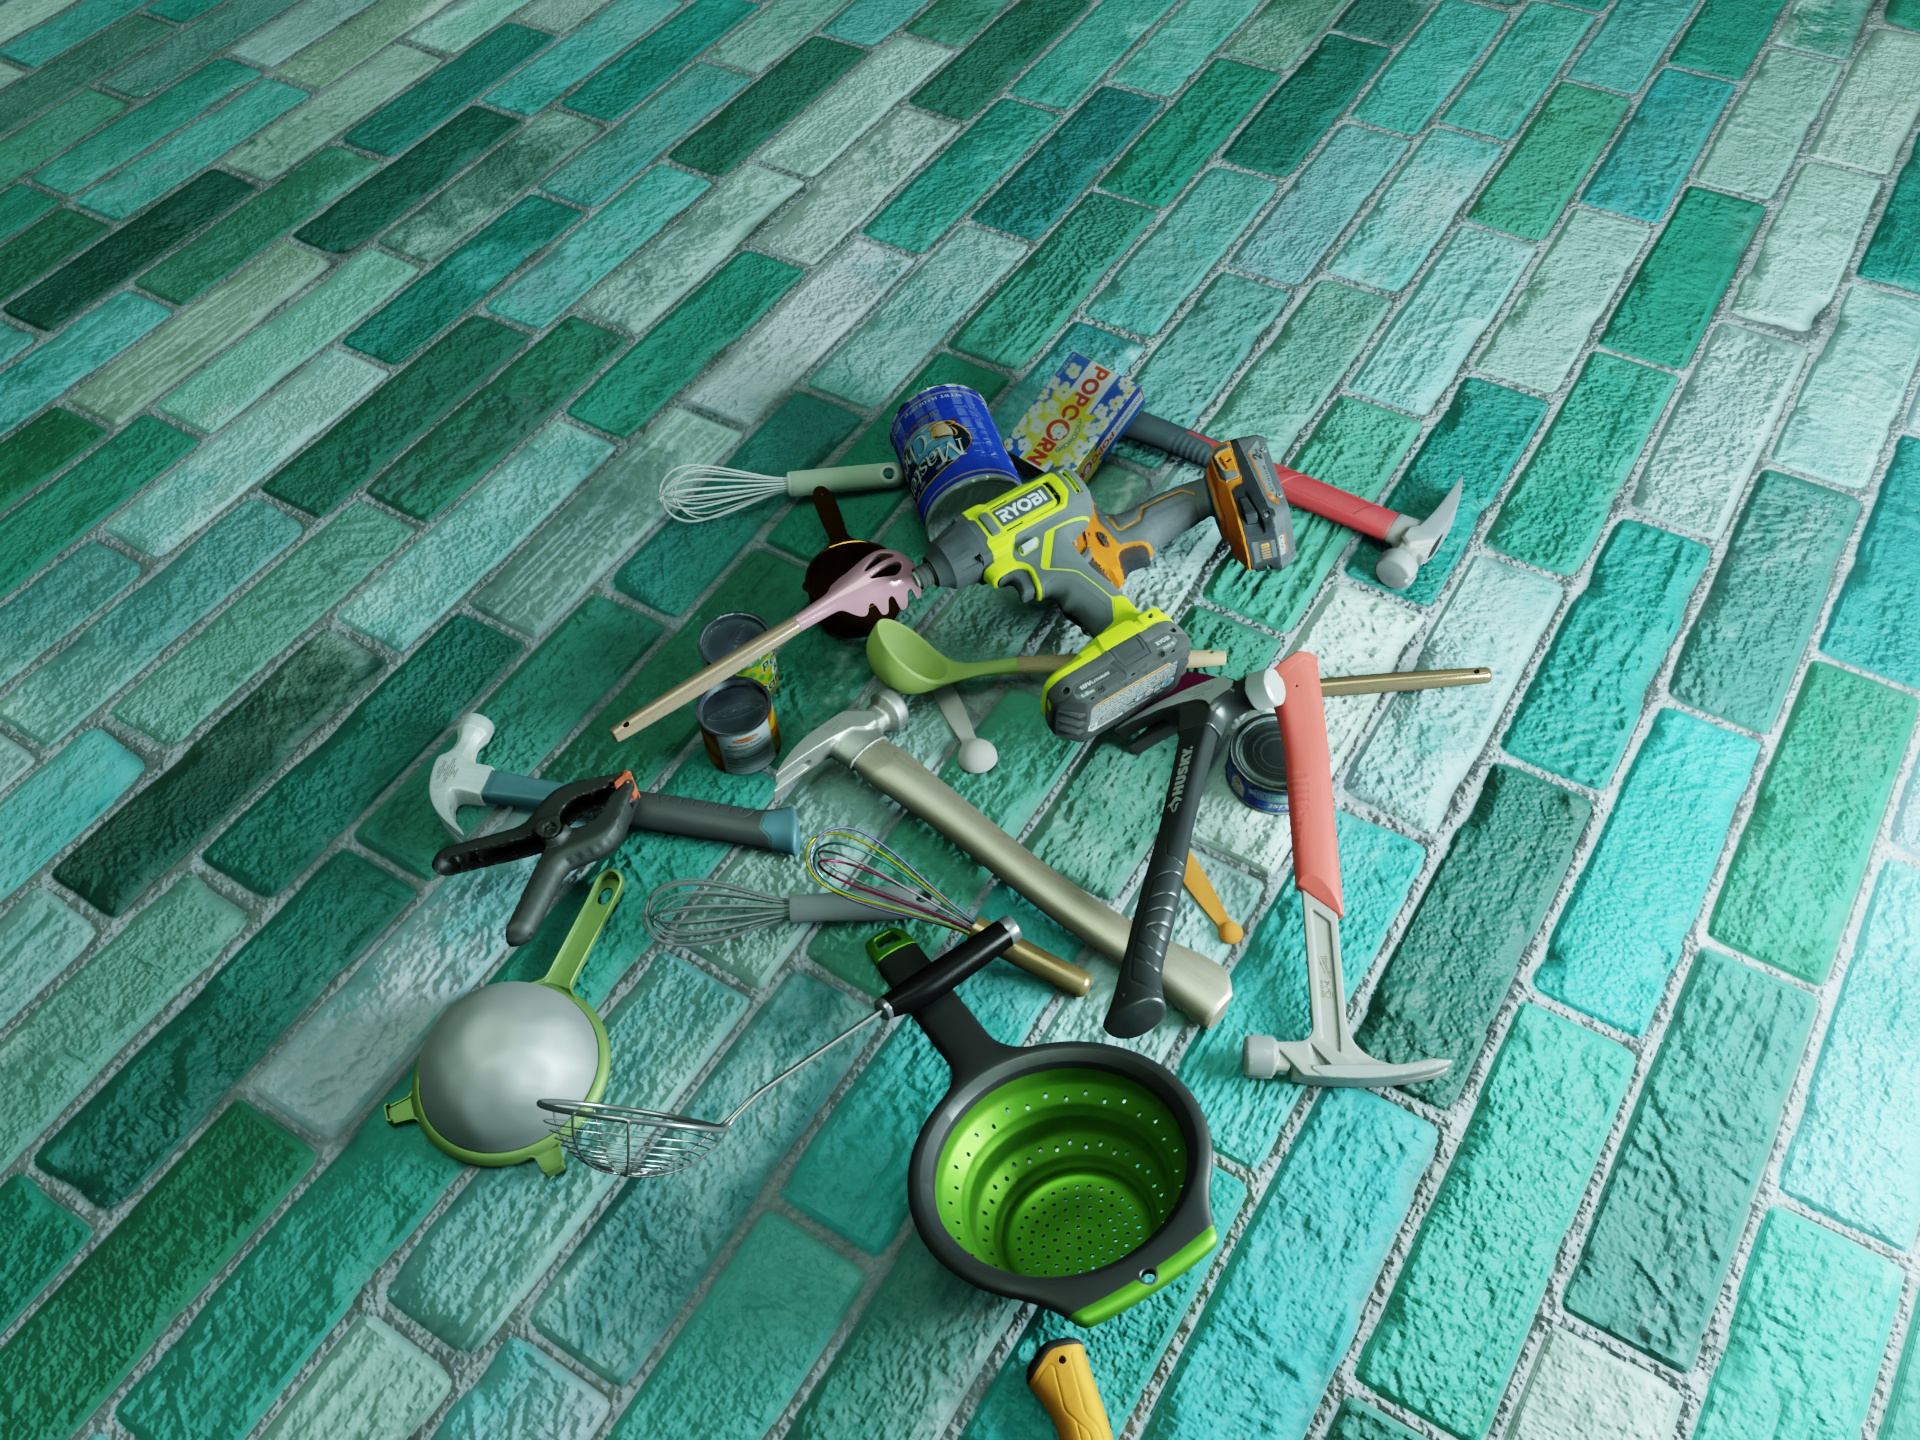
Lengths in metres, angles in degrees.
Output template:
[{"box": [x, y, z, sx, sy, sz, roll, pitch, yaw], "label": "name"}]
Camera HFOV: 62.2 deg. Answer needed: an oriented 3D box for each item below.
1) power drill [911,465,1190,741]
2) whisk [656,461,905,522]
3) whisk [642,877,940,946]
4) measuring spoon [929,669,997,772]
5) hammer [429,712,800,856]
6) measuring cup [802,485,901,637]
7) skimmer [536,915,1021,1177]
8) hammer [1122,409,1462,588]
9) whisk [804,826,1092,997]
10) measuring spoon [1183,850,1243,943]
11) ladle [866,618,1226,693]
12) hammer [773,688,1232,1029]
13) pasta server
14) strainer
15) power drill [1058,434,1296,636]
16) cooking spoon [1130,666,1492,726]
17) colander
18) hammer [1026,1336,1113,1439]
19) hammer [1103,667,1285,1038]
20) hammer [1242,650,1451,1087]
[{"box": [0.077, -0.099, 1.364, 0.171, 0.080, 0.223, -29, 66, -14], "label": "power drill"}, {"box": [-0.176, -0.232, 1.571, 0.246, 0.059, 0.058, -6, 89, -6], "label": "whisk"}, {"box": [-0.135, 0.149, 1.272, 0.239, 0.055, 0.055, -3, 52, -4], "label": "whisk"}, {"box": [-0.002, -0.004, 1.396, 0.034, 0.018, 0.124, -19, 53, -11], "label": "measuring spoon"}, {"box": [-0.292, 0.071, 1.347, 0.331, 0.033, 0.128, 8, 52, 9], "label": "hammer"}, {"box": [-0.109, -0.148, 1.495, 0.095, 0.052, 0.174, -16, 51, -9], "label": "measuring cup"}, {"box": [-0.118, 0.213, 1.133, 0.363, 0.127, 0.090, -30, 93, -23], "label": "skimmer"}, {"box": [0.293, -0.254, 1.560, 0.386, 0.038, 0.143, 27, 57, 22], "label": "hammer"}, {"box": [-0.012, 0.155, 1.235, 0.245, 0.051, 0.047, 27, 23, 4], "label": "whisk"}, {"box": [0.193, 0.132, 1.283, 0.021, 0.011, 0.117, -22, 54, -13], "label": "measuring spoon"}, {"box": [0.077, -0.060, 1.406, 0.320, 0.062, 0.078, -2, 33, -3], "label": "ladle"}, {"box": [0.035, 0.119, 1.275, 0.411, 0.038, 0.146, 35, 50, 24], "label": "hammer"}, {"box": [-0.164, -0.065, 1.377, 0.316, 0.040, 0.060, -34, 65, -19], "label": "pasta server"}, {"box": [-0.326, 0.210, 1.218, 0.151, 0.069, 0.256, 14, 56, 14], "label": "strainer"}, {"box": [0.185, -0.164, 1.456, 0.226, 0.084, 0.164, -15, 52, 8], "label": "power drill"}, {"box": [0.305, -0.028, 1.396, 0.319, 0.017, 0.069, -4, 52, 1], "label": "cooking spoon"}, {"box": [0.035, 0.287, 1.137, 0.204, 0.094, 0.398, -27, 37, -16], "label": "colander"}, {"box": [0.110, 0.541, 0.957, 0.127, 0.034, 0.337, -13, 53, -5], "label": "hammer"}, {"box": [0.159, 0.099, 1.234, 0.146, 0.035, 0.335, -18, 37, 38], "label": "hammer"}, {"box": [0.289, 0.107, 1.249, 0.149, 0.036, 0.359, 0, 61, 4], "label": "hammer"}]
